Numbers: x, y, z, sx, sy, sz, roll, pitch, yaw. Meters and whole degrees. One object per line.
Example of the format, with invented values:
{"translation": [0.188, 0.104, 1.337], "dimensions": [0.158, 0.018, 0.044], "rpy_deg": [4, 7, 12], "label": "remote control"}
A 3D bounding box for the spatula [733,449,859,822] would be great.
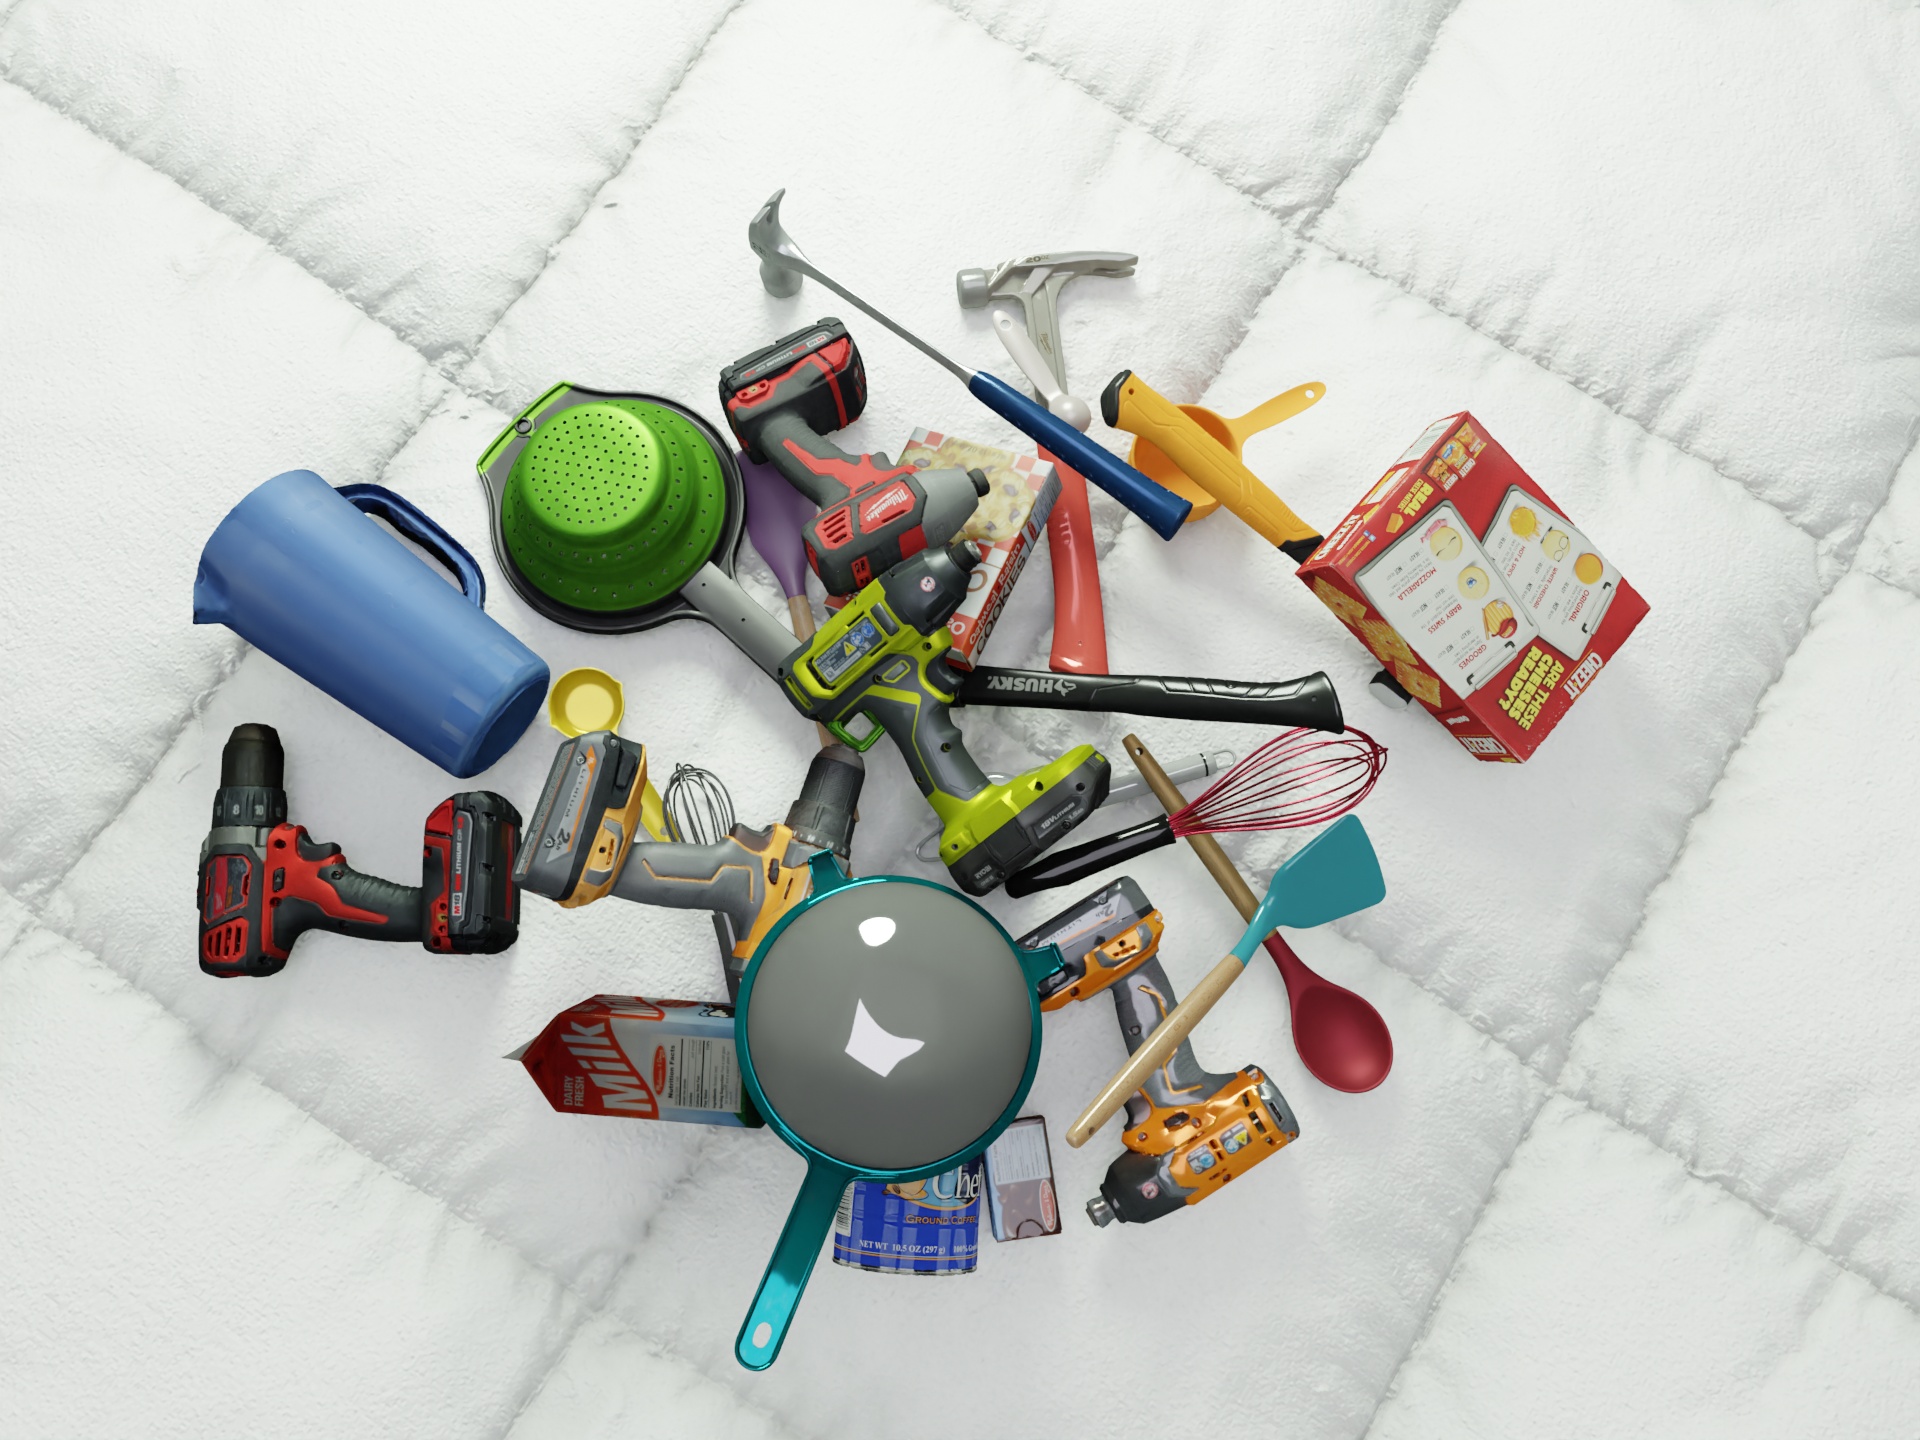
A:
{"translation": [-0.120, -0.072, 1.242], "dimensions": [0.060, 0.018, 0.316], "rpy_deg": [-14, 78, -1], "label": "spatula"}

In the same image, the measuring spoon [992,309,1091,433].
{"translation": [0.062, -0.277, 1.253], "dimensions": [0.034, 0.018, 0.124], "rpy_deg": [-32, 80, -8], "label": "measuring spoon"}

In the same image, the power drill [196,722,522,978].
{"translation": [-0.446, 0.092, 1.173], "dimensions": [0.226, 0.080, 0.188], "rpy_deg": [-2, 78, 1], "label": "power drill"}

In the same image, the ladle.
{"translation": [0.215, 0.141, 1.189], "dimensions": [0.069, 0.031, 0.315], "rpy_deg": [-34, 86, -10], "label": "ladle"}

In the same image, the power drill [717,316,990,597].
{"translation": [-0.081, -0.199, 1.197], "dimensions": [0.143, 0.078, 0.220], "rpy_deg": [-28, 57, -9], "label": "power drill"}

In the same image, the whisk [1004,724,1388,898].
{"translation": [0.171, 0.071, 1.157], "dimensions": [0.296, 0.073, 0.073], "rpy_deg": [-21, 80, 2], "label": "whisk"}

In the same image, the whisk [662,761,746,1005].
{"translation": [-0.176, 0.145, 1.185], "dimensions": [0.055, 0.055, 0.239], "rpy_deg": [-16, 84, -5], "label": "whisk"}

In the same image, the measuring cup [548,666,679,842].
{"translation": [-0.260, 0.031, 1.219], "dimensions": [0.062, 0.029, 0.156], "rpy_deg": [-31, 93, -8], "label": "measuring cup"}

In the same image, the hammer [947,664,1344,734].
{"translation": [0.113, -0.014, 1.172], "dimensions": [0.335, 0.035, 0.146], "rpy_deg": [4, 74, 20], "label": "hammer"}

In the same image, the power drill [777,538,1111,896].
{"translation": [-0.002, -0.004, 1.127], "dimensions": [0.171, 0.080, 0.223], "rpy_deg": [-39, 88, 18], "label": "power drill"}

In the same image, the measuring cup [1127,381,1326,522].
{"translation": [0.212, -0.220, 1.265], "dimensions": [0.173, 0.052, 0.095], "rpy_deg": [-28, 81, -9], "label": "measuring cup"}

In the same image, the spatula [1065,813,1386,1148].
{"translation": [0.185, 0.186, 1.110], "dimensions": [0.317, 0.044, 0.082], "rpy_deg": [-41, 119, -28], "label": "spatula"}

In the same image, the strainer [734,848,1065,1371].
{"translation": [-0.066, 0.245, 1.023], "dimensions": [0.211, 0.095, 0.340], "rpy_deg": [22, 65, 2], "label": "strainer"}

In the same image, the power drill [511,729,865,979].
{"translation": [-0.179, 0.077, 1.127], "dimensions": [0.226, 0.084, 0.185], "rpy_deg": [24, 75, -22], "label": "power drill"}

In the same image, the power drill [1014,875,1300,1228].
{"translation": [0.120, 0.246, 1.153], "dimensions": [0.164, 0.084, 0.226], "rpy_deg": [-31, 85, -8], "label": "power drill"}

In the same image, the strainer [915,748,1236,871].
{"translation": [0.090, 0.060, 1.211], "dimensions": [0.258, 0.050, 0.087], "rpy_deg": [-16, 74, -8], "label": "strainer"}

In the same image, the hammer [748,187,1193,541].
{"translation": [0.002, -0.266, 1.211], "dimensions": [0.405, 0.144, 0.035], "rpy_deg": [36, 83, 8], "label": "hammer"}

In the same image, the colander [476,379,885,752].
{"translation": [-0.211, -0.122, 1.198], "dimensions": [0.397, 0.094, 0.204], "rpy_deg": [41, 81, 10], "label": "colander"}

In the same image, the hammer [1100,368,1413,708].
{"translation": [0.248, -0.158, 1.220], "dimensions": [0.336, 0.034, 0.127], "rpy_deg": [37, 80, -10], "label": "hammer"}

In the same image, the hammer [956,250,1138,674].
{"translation": [0.090, -0.202, 1.266], "dimensions": [0.149, 0.036, 0.359], "rpy_deg": [-6, 78, -3], "label": "hammer"}
